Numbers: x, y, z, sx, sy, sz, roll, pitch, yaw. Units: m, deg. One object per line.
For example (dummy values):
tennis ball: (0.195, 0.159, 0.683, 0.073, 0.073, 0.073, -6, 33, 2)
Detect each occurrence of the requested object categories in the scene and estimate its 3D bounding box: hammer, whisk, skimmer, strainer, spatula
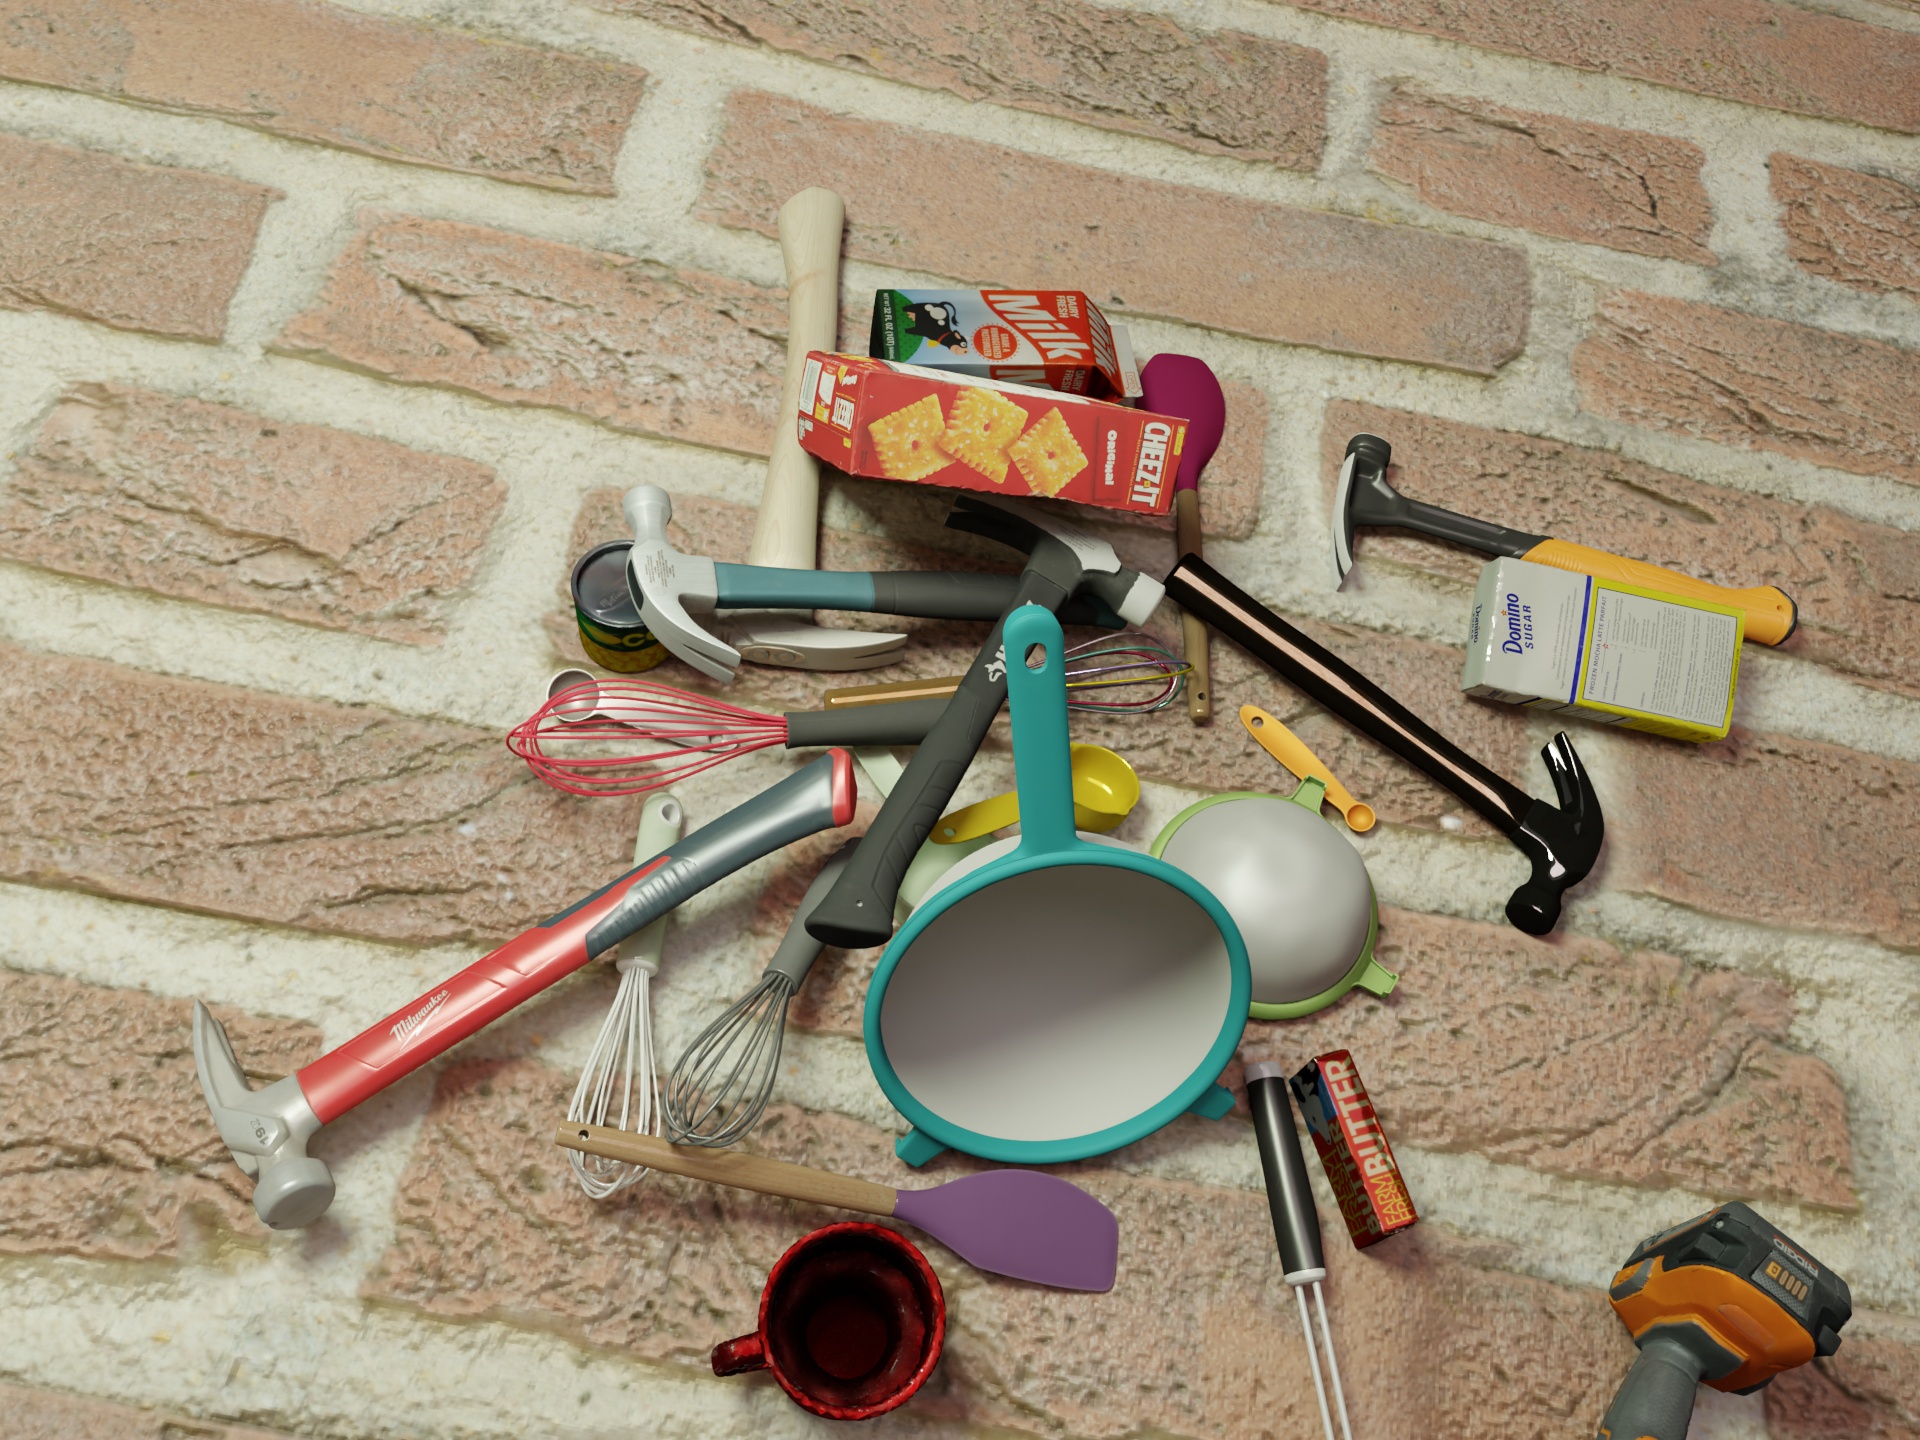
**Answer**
hammer: (0.431, -0.109, 1.140, 0.337, 0.034, 0.127, 16, 60, 1)
hammer: (-0.102, -0.219, 1.127, 0.146, 0.038, 0.411, 6, 61, -6)
hammer: (0.277, -0.006, 1.054, 0.331, 0.031, 0.130, 37, 62, 8)
whisk: (0.033, -0.022, 1.040, 0.245, 0.051, 0.047, -6, 42, -6)
hammer: (-0.046, -0.083, 1.020, 0.331, 0.033, 0.128, 1, 60, -21)
skimmer: (0.186, 0.348, 0.826, 0.127, 0.090, 0.364, -18, 58, 18)
whisk: (-0.187, 0.150, 0.912, 0.057, 0.059, 0.247, 29, 49, -34)
whisk: (-0.100, 0.145, 0.896, 0.055, 0.055, 0.239, 24, 43, 5)
strainer: (0.139, 0.109, 0.960, 0.256, 0.069, 0.152, -9, 64, -12)
whisk: (-0.127, 0.007, 0.979, 0.295, 0.073, 0.073, -3, 62, -14)
hammer: (-0.231, 0.115, 0.892, 0.386, 0.038, 0.143, -32, 55, -17)
spatula: (-0.060, 0.253, 0.858, 0.315, 0.018, 0.060, 15, 59, -13)
hammer: (-0.002, -0.003, 0.947, 0.146, 0.035, 0.335, 31, 56, 0)
strainer: (0.043, 0.082, 0.856, 0.211, 0.340, 0.095, -8, 28, -4)

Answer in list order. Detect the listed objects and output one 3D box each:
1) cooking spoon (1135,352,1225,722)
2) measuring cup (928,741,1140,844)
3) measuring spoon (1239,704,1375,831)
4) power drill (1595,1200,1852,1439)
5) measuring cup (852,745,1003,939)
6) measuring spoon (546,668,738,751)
cooking spoon: (0.162, -0.140, 1.129, 0.068, 0.017, 0.319, 5, 61, -7)
measuring cup: (0.042, 0.057, 0.980, 0.156, 0.029, 0.062, -17, 56, -32)
measuring spoon: (0.227, 0.032, 1.051, 0.021, 0.011, 0.117, -40, 69, -13)
power drill: (0.358, 0.358, 0.803, 0.084, 0.164, 0.226, 39, 62, 14)
measuring cup: (-0.029, 0.071, 0.985, 0.083, 0.038, 0.168, -19, 49, -21)
measuring spoon: (-0.201, -0.001, 1.009, 0.124, 0.018, 0.034, 17, 76, -6)
